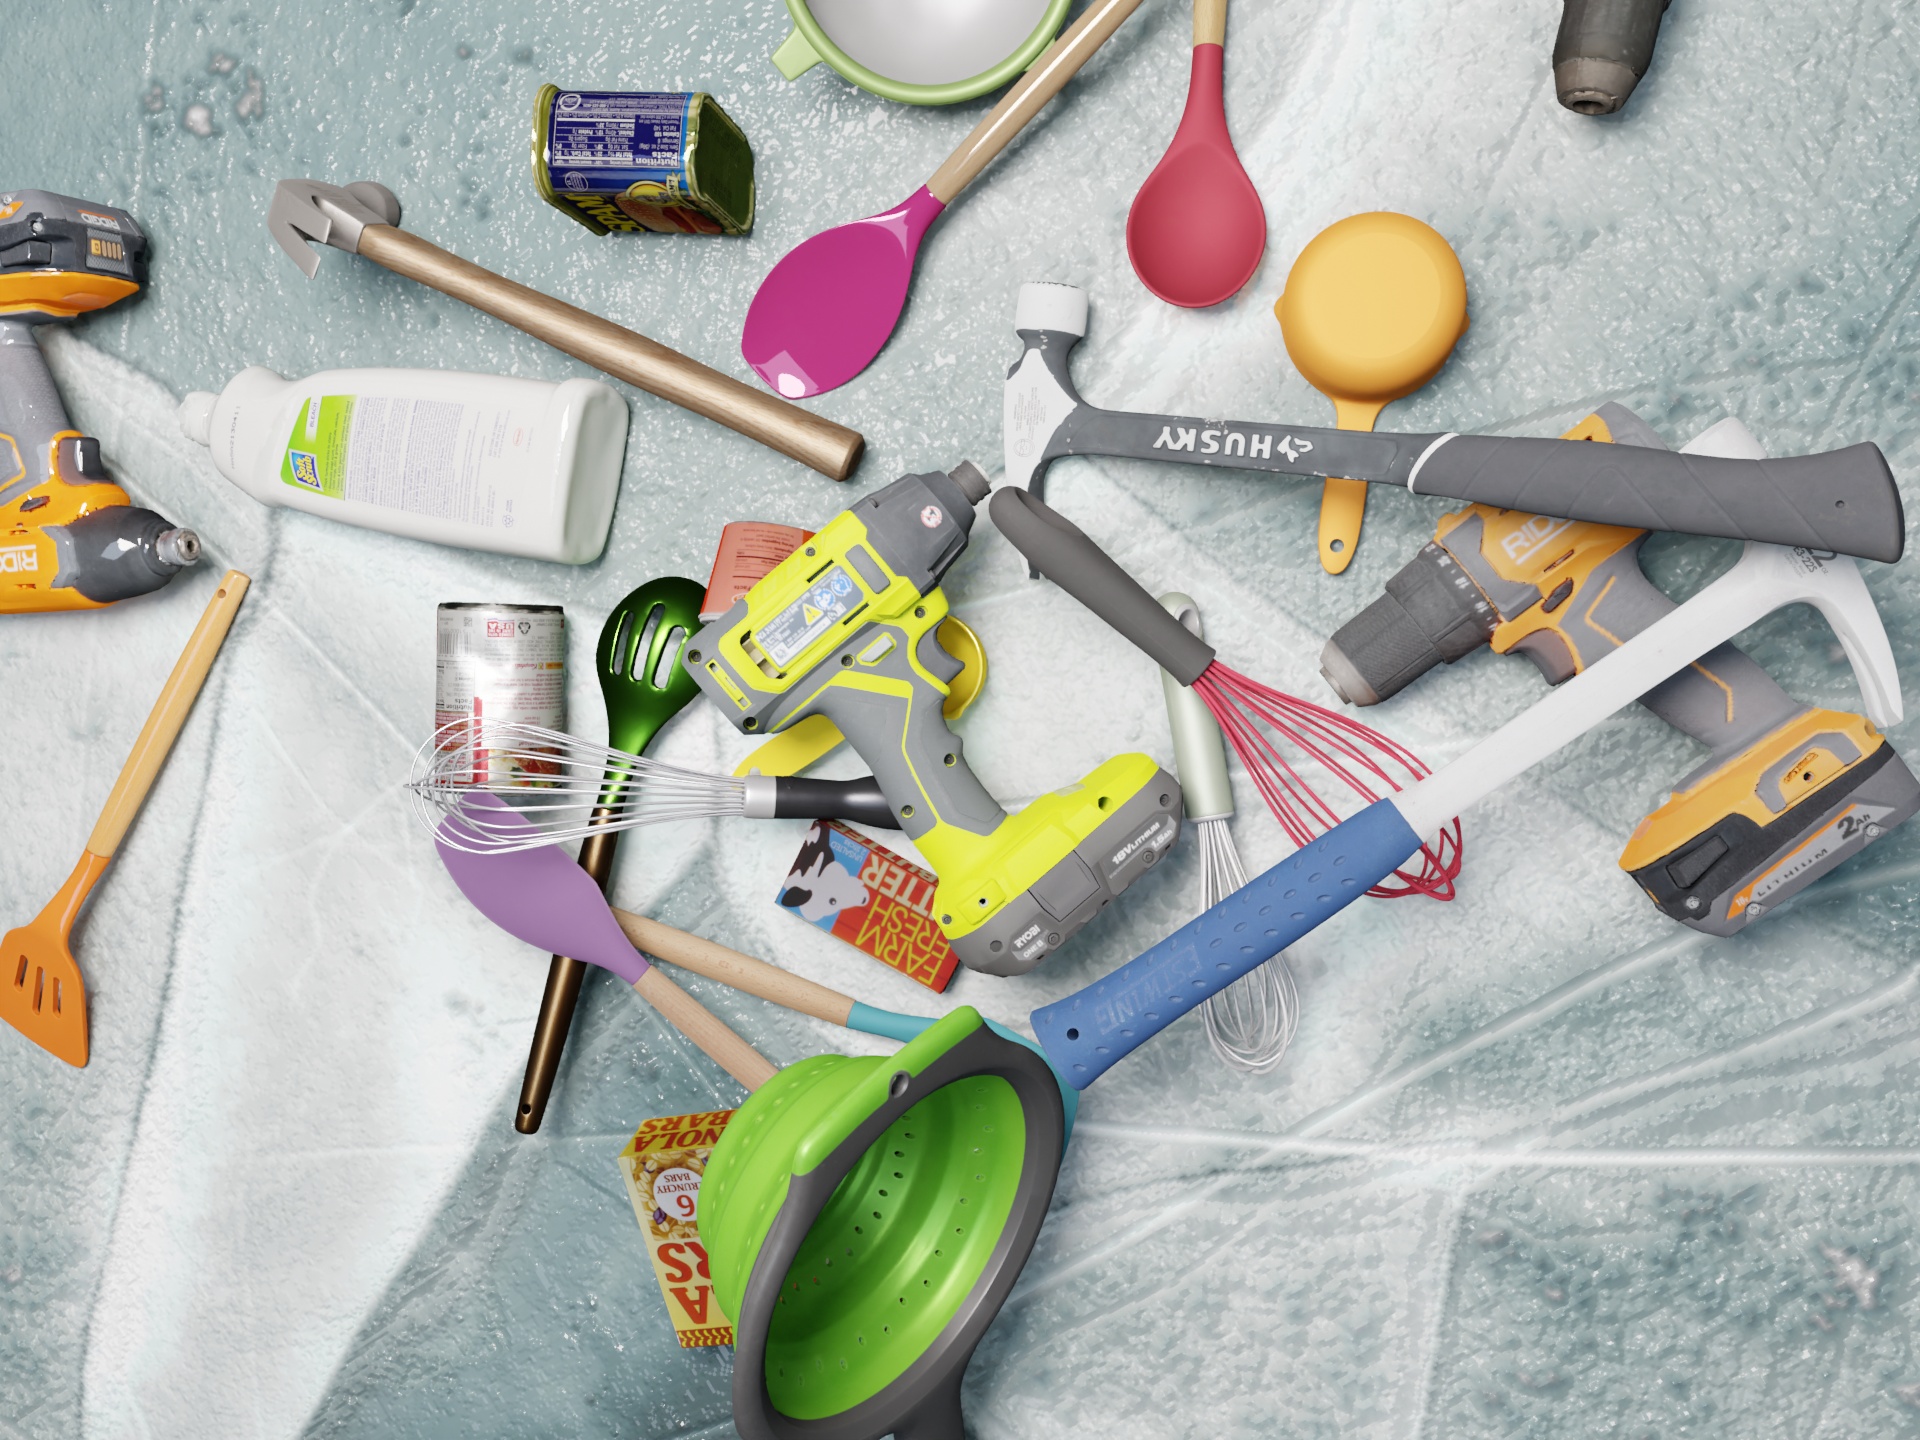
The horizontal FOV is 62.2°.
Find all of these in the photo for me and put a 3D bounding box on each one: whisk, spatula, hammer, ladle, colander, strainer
[{"bbox_3d":[0.127,0.056,0.801,0.057,0.059,0.246,-8,86,-32],"label":"whisk"},{"bbox_3d":[-0.494,0.055,0.942,0.081,0.041,0.322,30,94,9],"label":"spatula"},{"bbox_3d":[0.129,-0.012,0.759,0.296,0.073,0.073,40,100,-5],"label":"whisk"},{"bbox_3d":[-0.135,0.038,0.810,0.284,0.070,0.070,2,94,-11],"label":"whisk"},{"bbox_3d":[-0.205,-0.205,0.832,0.331,0.130,0.031,25,111,1],"label":"hammer"},{"bbox_3d":[0.190,-0.112,0.711,0.409,0.036,0.149,13,100,33],"label":"hammer"},{"bbox_3d":[0.209,0.043,0.703,0.405,0.035,0.144,-36,76,9],"label":"hammer"},{"bbox_3d":[0.123,-0.360,0.788,0.069,0.031,0.315,3,92,5],"label":"ladle"},{"bbox_3d":[-0.046,0.287,0.767,0.095,0.204,0.396,25,134,36],"label":"colander"},{"bbox_3d":[-0.085,0.152,0.848,0.317,0.044,0.082,19,120,12],"label":"spatula"},{"bbox_3d":[-0.015,-0.434,0.760,0.151,0.069,0.256,0,117,-4],"label":"strainer"},{"bbox_3d":[-0.151,0.154,0.846,0.316,0.018,0.059,41,105,-5],"label":"spatula"}]

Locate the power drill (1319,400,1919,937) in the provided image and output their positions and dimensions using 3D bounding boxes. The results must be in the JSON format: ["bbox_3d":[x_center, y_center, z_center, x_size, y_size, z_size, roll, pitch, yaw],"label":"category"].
[{"bbox_3d":[0.298,-0.008,0.743,0.185,0.084,0.226,-38,80,11],"label":"power drill"}]

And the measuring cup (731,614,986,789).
[{"bbox_3d":[-0.055,-0.004,0.844,0.156,0.029,0.062,-31,87,14],"label":"measuring cup"}]

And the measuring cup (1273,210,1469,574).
[{"bbox_3d":[0.193,-0.158,0.769,0.095,0.052,0.173,8,93,11],"label":"measuring cup"}]

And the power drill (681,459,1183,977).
[{"bbox_3d":[-0.001,-0.002,0.777,0.171,0.080,0.223,-40,96,-4],"label":"power drill"}]

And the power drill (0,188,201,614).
[{"bbox_3d":[-0.510,-0.175,0.901,0.164,0.084,0.226,-1,96,16],"label":"power drill"}]

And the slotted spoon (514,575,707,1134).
[{"bbox_3d":[-0.195,0.073,0.860,0.070,0.031,0.314,15,91,14],"label":"slotted spoon"}]

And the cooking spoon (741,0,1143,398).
[{"bbox_3d":[0.006,-0.282,0.798,0.319,0.017,0.068,-41,101,20],"label":"cooking spoon"}]

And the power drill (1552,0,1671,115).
[{"bbox_3d":[0.232,-0.390,0.730,0.226,0.080,0.188,14,92,3],"label":"power drill"}]
